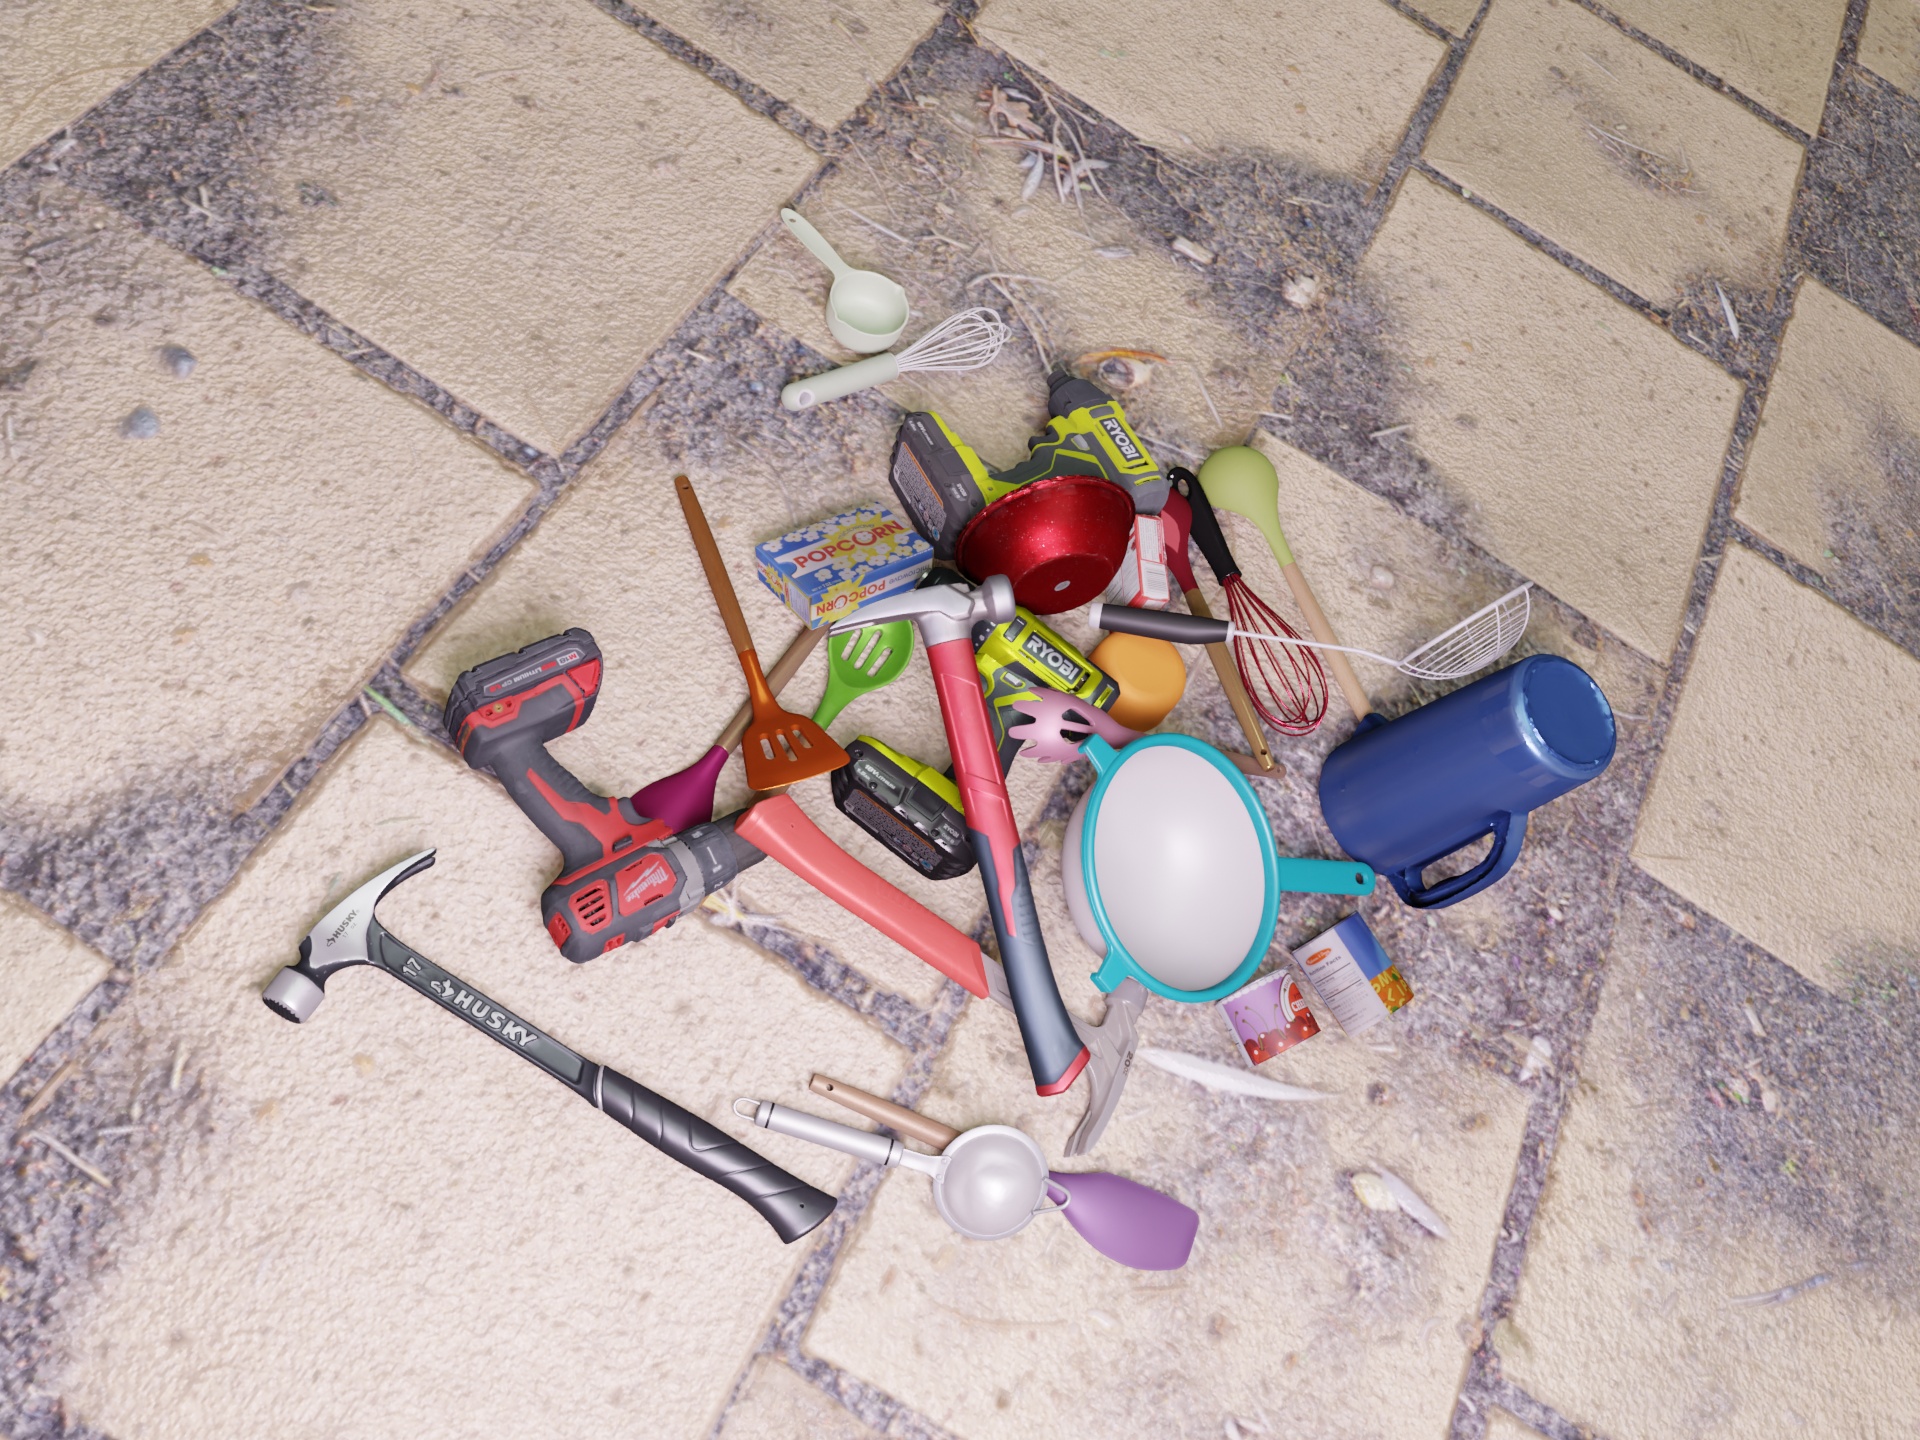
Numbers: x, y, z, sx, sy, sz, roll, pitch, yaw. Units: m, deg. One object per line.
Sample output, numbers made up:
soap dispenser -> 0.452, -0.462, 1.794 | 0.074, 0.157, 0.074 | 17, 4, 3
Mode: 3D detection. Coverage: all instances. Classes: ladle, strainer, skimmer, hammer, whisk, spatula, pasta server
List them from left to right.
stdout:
hammer -> -0.265, 0.241, 1.110 | 0.409, 0.036, 0.149 | 32, 57, -2
spatula -> -0.178, -0.078, 1.279 | 0.081, 0.041, 0.323 | -16, 63, -16
whisk -> -0.057, -0.331, 1.473 | 0.246, 0.057, 0.059 | -24, 40, -25
strainer -> -0.041, 0.316, 1.143 | 0.258, 0.050, 0.087 | 18, 91, -3
hammer -> -0.018, 0.176, 1.191 | 0.359, 0.036, 0.149 | 36, 56, -14
hammer -> 0.011, 0.089, 1.185 | 0.143, 0.038, 0.386 | -13, 82, -6
spatula -> 0.032, 0.331, 1.179 | 0.316, 0.018, 0.060 | 26, 70, -6
pasta server -> 0.166, 0.022, 1.319 | 0.316, 0.040, 0.060 | 11, 85, -42
ladle -> 0.217, -0.093, 1.435 | 0.069, 0.031, 0.316 | -19, 66, -1
strainer -> 0.201, 0.127, 1.306 | 0.340, 0.095, 0.211 | 8, 74, -38
whisk -> 0.258, -0.115, 1.464 | 0.073, 0.073, 0.296 | -12, 65, -25
ladle -> 0.318, -0.119, 1.504 | 0.078, 0.062, 0.320 | -23, 81, -13
skimmer -> 0.294, -0.096, 1.351 | 0.363, 0.127, 0.090 | 8, 88, 8

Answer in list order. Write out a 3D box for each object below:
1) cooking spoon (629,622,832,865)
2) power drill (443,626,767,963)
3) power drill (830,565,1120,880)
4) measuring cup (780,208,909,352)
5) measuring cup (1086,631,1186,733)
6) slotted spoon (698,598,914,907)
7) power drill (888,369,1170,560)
cooking spoon -> -0.177, 0.005, 1.269 | 0.069, 0.017, 0.319 | 35, 59, -1
power drill -> -0.255, 0.047, 1.172 | 0.188, 0.080, 0.227 | -27, 77, -32
power drill -> -0.002, -0.004, 1.288 | 0.190, 0.080, 0.228 | 38, 63, 1
measuring cup -> -0.118, -0.412, 1.493 | 0.083, 0.038, 0.168 | -34, 77, -30
measuring cup -> 0.114, -0.039, 1.376 | 0.173, 0.052, 0.095 | 1, 64, -22
slotted spoon -> -0.130, 0.024, 1.273 | 0.070, 0.031, 0.314 | 34, 60, -3
power drill -> 0.056, -0.235, 1.433 | 0.223, 0.080, 0.171 | -18, 63, -25
